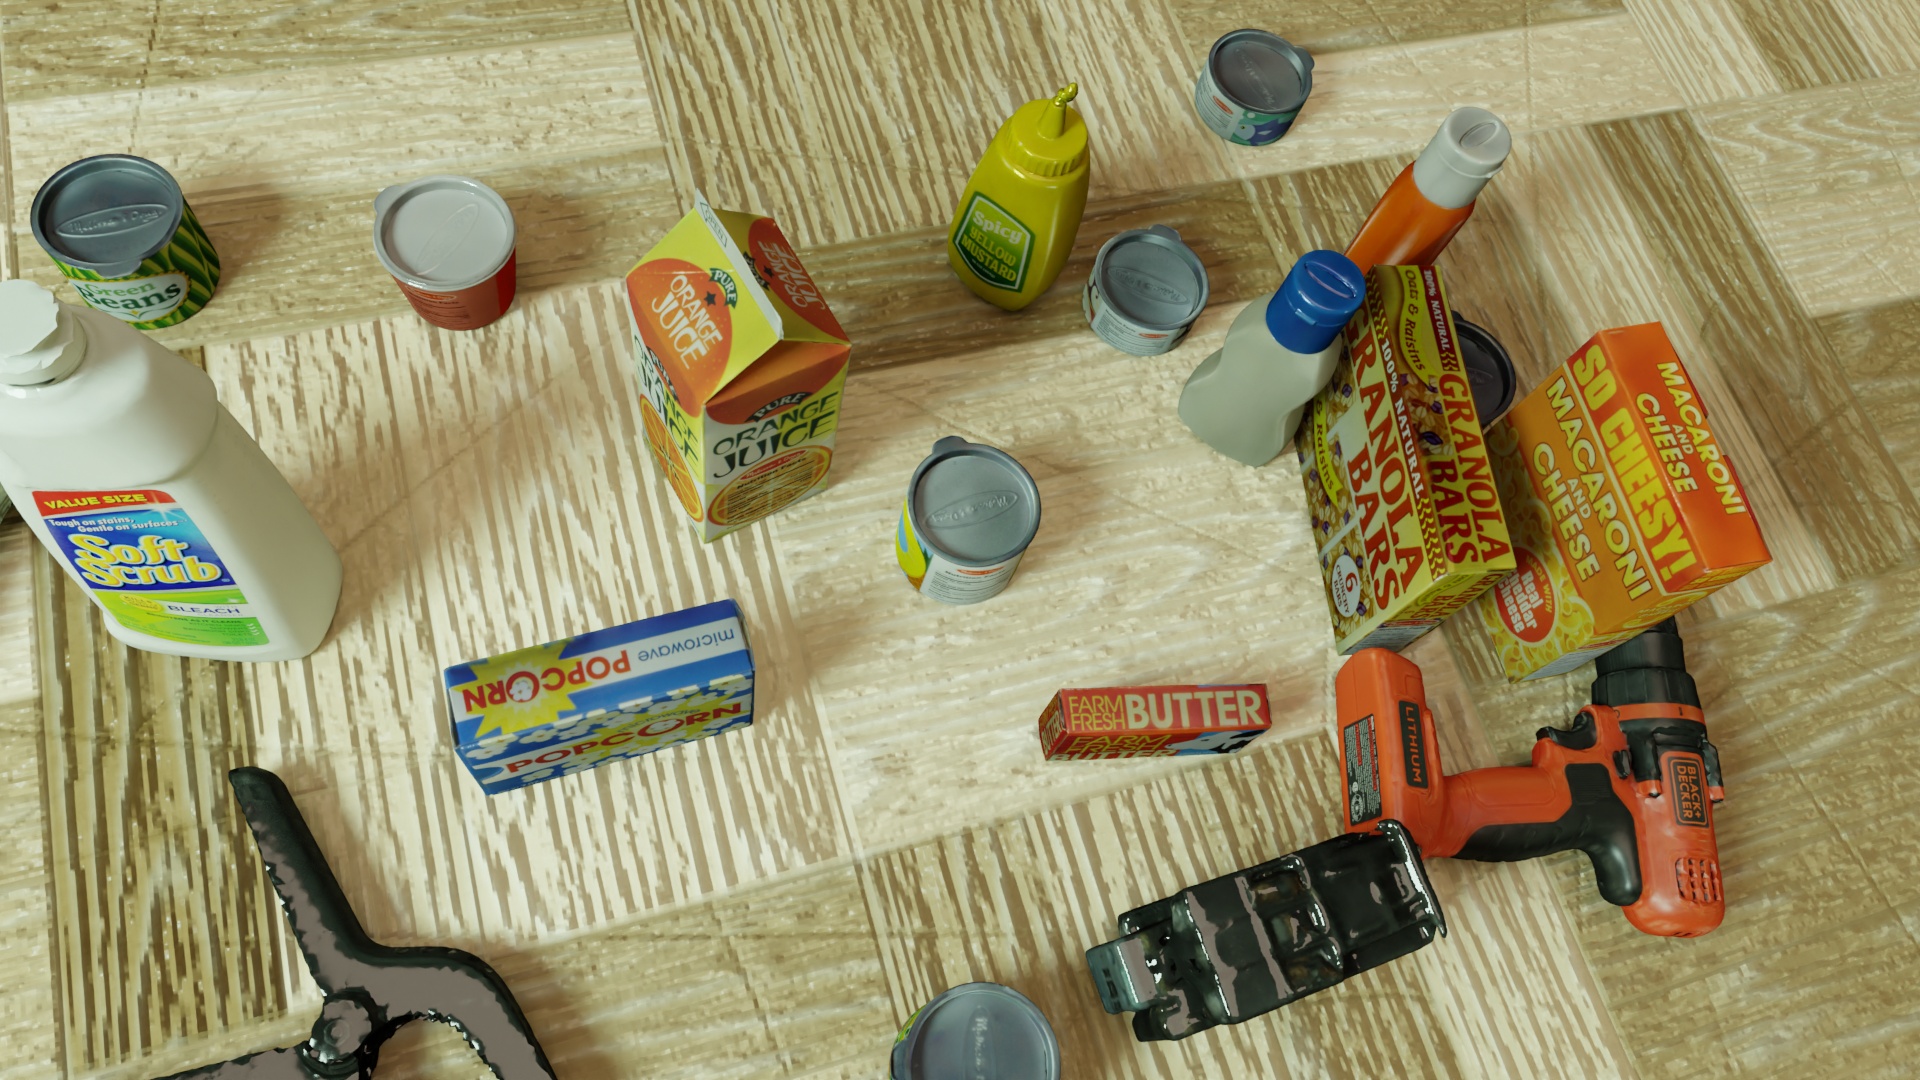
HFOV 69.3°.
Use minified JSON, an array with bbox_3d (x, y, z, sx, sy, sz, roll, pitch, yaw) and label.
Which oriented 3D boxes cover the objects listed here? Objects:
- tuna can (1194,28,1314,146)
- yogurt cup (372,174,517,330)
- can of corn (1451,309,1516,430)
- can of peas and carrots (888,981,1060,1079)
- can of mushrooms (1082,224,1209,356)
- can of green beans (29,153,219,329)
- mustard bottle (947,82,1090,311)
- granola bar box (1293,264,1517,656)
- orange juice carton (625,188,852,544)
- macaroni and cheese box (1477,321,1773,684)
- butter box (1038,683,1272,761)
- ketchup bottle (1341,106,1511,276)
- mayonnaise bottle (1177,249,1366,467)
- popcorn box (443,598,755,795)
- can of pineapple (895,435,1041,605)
[{"bbox_3d":[0.182,-0.280,0.858,0.071,0.032,0.071,4,66,-8],"label":"tuna can"},{"bbox_3d":[-0.259,-0.144,0.711,0.072,0.053,0.072,4,66,-8],"label":"yogurt cup"},{"bbox_3d":[0.263,-0.084,0.773,0.071,0.058,0.071,4,67,-8],"label":"can of corn"},{"bbox_3d":[0.002,0.226,0.593,0.071,0.058,0.071,4,67,-8],"label":"can of peas and carrots"},{"bbox_3d":[0.105,-0.141,0.784,0.071,0.033,0.071,4,66,-8],"label":"can of mushrooms"},{"bbox_3d":[-0.408,-0.146,0.683,0.071,0.057,0.071,4,67,-8],"label":"can of green beans"},{"bbox_3d":[0.034,-0.182,0.720,0.065,0.159,0.049,37,66,7],"label":"mustard bottle"},{"bbox_3d":[0.219,-0.038,0.709,0.039,0.123,0.166,-1,67,-10],"label":"granola bar box"},{"bbox_3d":[-0.102,-0.076,0.633,0.073,0.192,0.072,-26,74,-19],"label":"orange juice carton"},{"bbox_3d":[0.310,-0.013,0.691,0.040,0.165,0.124,-9,69,-13],"label":"macaroni and cheese box"},{"bbox_3d":[0.093,0.088,0.672,0.103,0.053,0.024,0,67,-10],"label":"butter box"},{"bbox_3d":[0.248,-0.174,0.760,0.065,0.148,0.043,-35,77,-21],"label":"ketchup bottle"},{"bbox_3d":[0.161,-0.092,0.709,0.065,0.147,0.041,35,66,6],"label":"mayonnaise bottle"},{"bbox_3d":[-0.156,0.071,0.618,0.127,0.085,0.038,-14,70,-15],"label":"popcorn box"},{"bbox_3d":[0.002,-0.009,0.695,0.071,0.057,0.071,4,67,-8],"label":"can of pineapple"}]
